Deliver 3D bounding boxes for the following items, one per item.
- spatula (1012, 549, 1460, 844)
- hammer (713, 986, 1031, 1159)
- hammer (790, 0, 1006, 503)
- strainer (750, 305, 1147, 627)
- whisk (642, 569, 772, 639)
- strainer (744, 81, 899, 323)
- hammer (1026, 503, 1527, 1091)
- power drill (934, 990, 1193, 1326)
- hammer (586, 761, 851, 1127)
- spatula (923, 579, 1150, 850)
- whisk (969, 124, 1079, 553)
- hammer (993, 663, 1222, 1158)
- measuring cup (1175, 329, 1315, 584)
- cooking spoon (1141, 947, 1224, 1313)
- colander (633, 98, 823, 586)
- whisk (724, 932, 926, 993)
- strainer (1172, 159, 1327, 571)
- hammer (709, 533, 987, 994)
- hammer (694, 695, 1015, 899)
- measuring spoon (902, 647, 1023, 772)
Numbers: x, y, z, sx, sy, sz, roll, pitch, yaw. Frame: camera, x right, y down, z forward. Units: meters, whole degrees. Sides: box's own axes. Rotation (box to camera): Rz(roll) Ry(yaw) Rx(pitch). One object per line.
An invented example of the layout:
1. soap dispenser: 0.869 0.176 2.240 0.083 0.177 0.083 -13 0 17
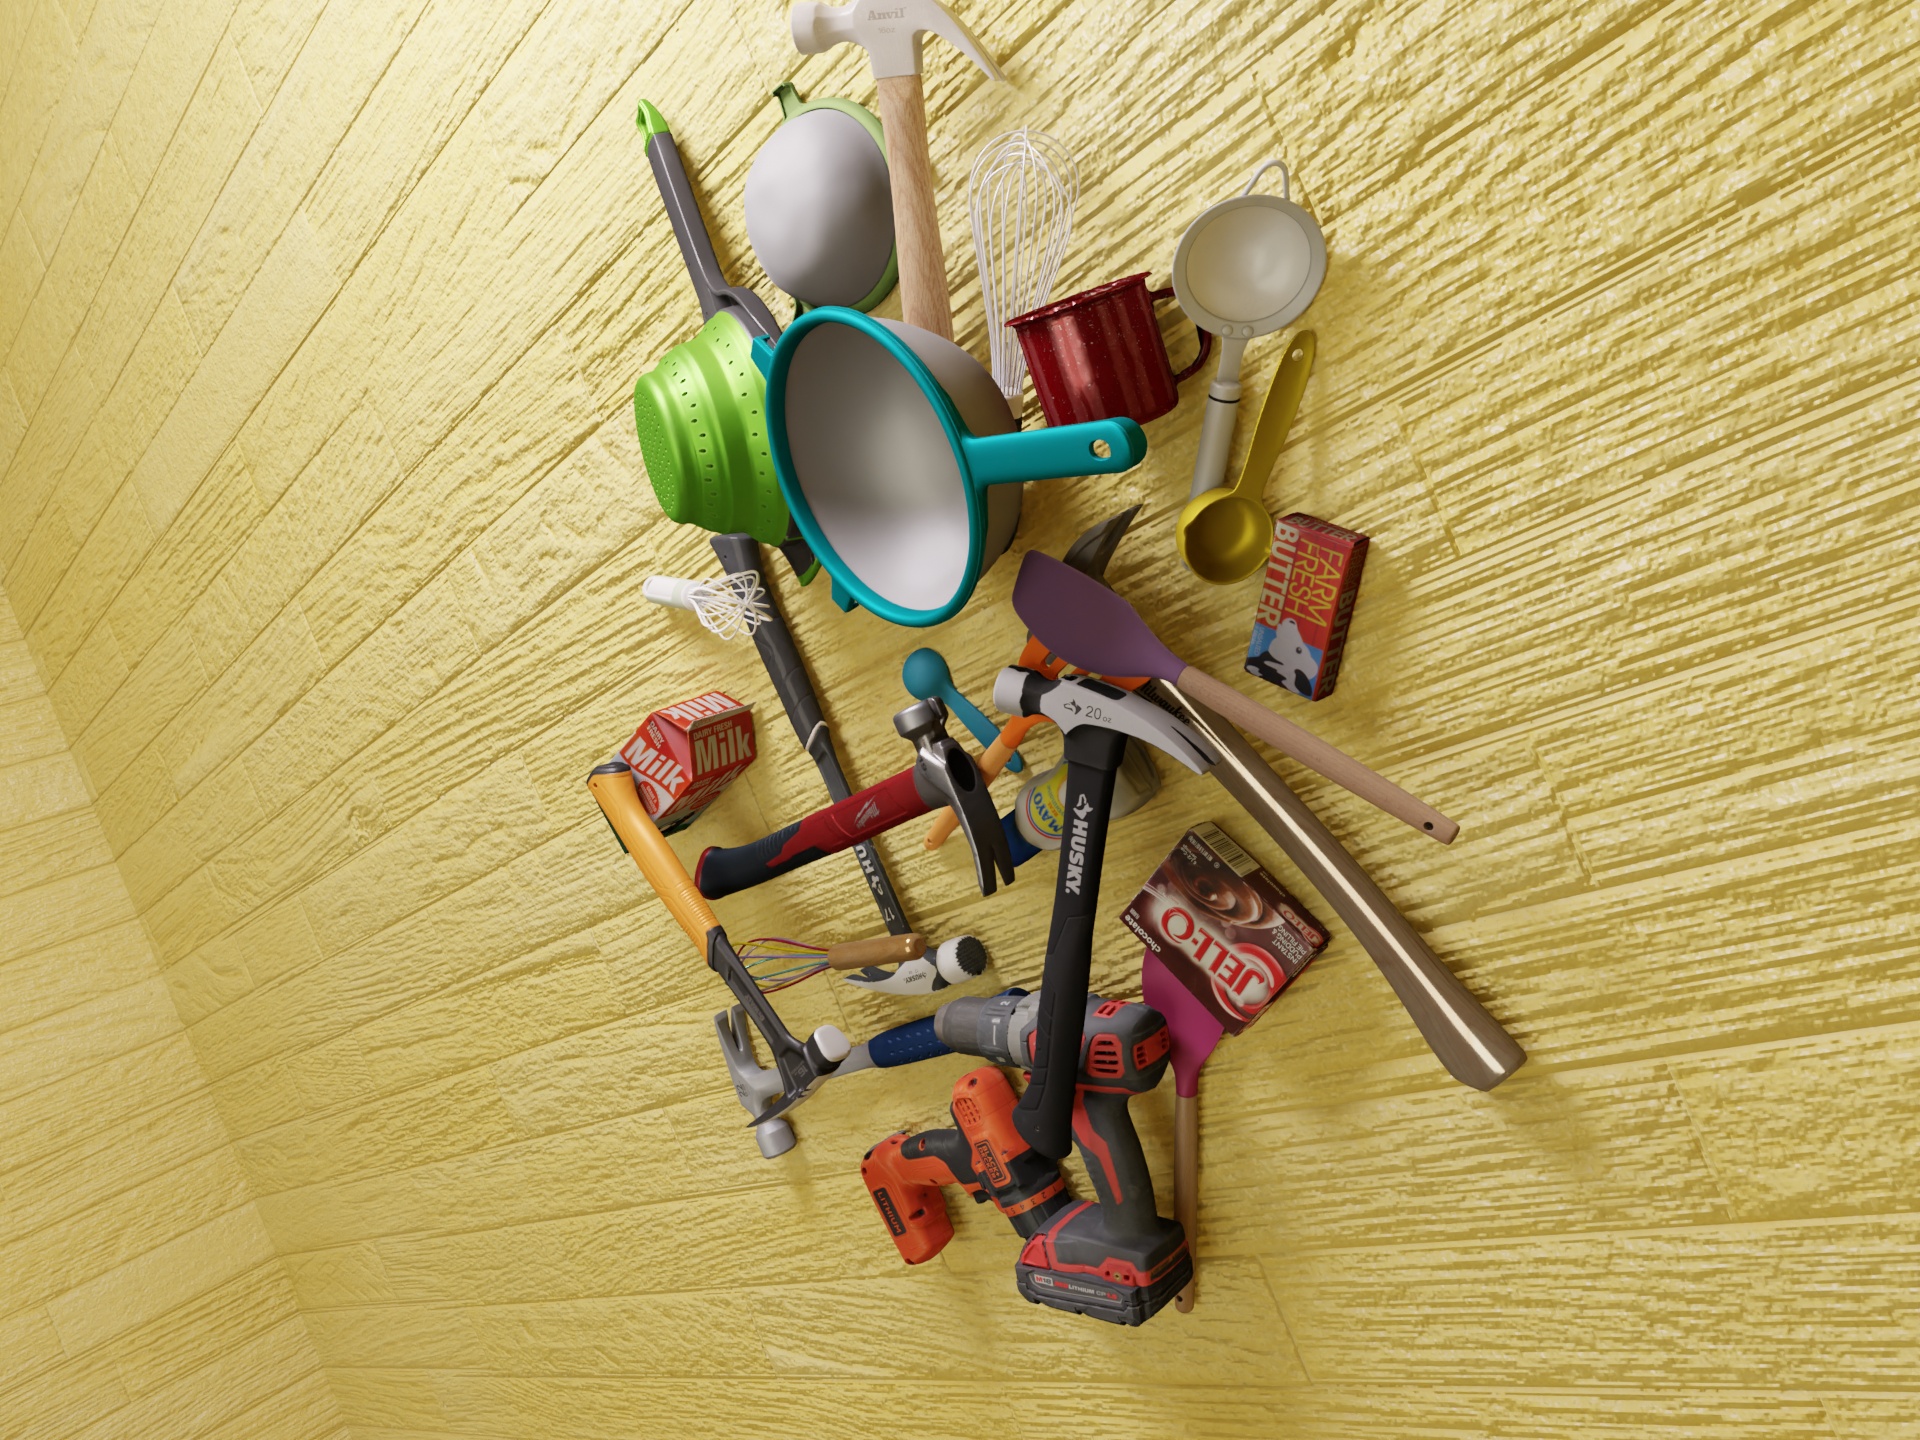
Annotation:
1. spatula: 0.152 -0.012 0.940 0.316 0.018 0.059 33 123 28
2. hammer: -0.080 0.279 1.348 0.405 0.035 0.144 -27 86 46
3. hammer: -0.024 -0.304 1.052 0.130 0.031 0.331 0 114 16
4. strainer: 0.012 -0.169 0.977 0.340 0.095 0.211 5 118 51
5. whisk: -0.213 -0.100 1.286 0.246 0.059 0.058 15 81 61
6. strainer: -0.122 -0.313 1.139 0.152 0.069 0.256 38 127 28
7. hammer: 0.197 0.050 0.977 0.411 0.038 0.146 50 147 15
8. power drill: 0.072 0.303 1.149 0.188 0.080 0.226 -2 101 39
9. hammer: -0.220 0.176 1.334 0.337 0.034 0.127 53 126 17
10. spatula: 0.034 0.019 1.111 0.081 0.041 0.322 51 148 10
11. whisk: 0.032 -0.237 1.032 0.070 0.070 0.284 27 127 35
12. hammer: 0.078 0.137 1.034 0.146 0.035 0.334 15 112 26
13. measuring cup: 0.172 -0.157 0.942 0.029 0.062 0.156 -119 45 -63
14. cooking spoon: 0.161 0.287 1.132 0.069 0.017 0.318 12 113 36
15. colander: -0.209 -0.282 1.182 0.204 0.094 0.397 132 119 -67
16. whisk: -0.117 0.194 1.301 0.245 0.051 0.047 -16 88 45
17. strainer: 0.156 -0.203 0.935 0.087 0.050 0.258 4 123 -3
18. hammer: -0.110 0.033 1.286 0.149 0.036 0.409 -27 86 47
19. hammer: -0.102 0.103 1.248 0.386 0.038 0.143 -27 87 50
20. measuring spoon: -0.002 -0.004 1.174 0.129 0.021 0.042 45 132 24
